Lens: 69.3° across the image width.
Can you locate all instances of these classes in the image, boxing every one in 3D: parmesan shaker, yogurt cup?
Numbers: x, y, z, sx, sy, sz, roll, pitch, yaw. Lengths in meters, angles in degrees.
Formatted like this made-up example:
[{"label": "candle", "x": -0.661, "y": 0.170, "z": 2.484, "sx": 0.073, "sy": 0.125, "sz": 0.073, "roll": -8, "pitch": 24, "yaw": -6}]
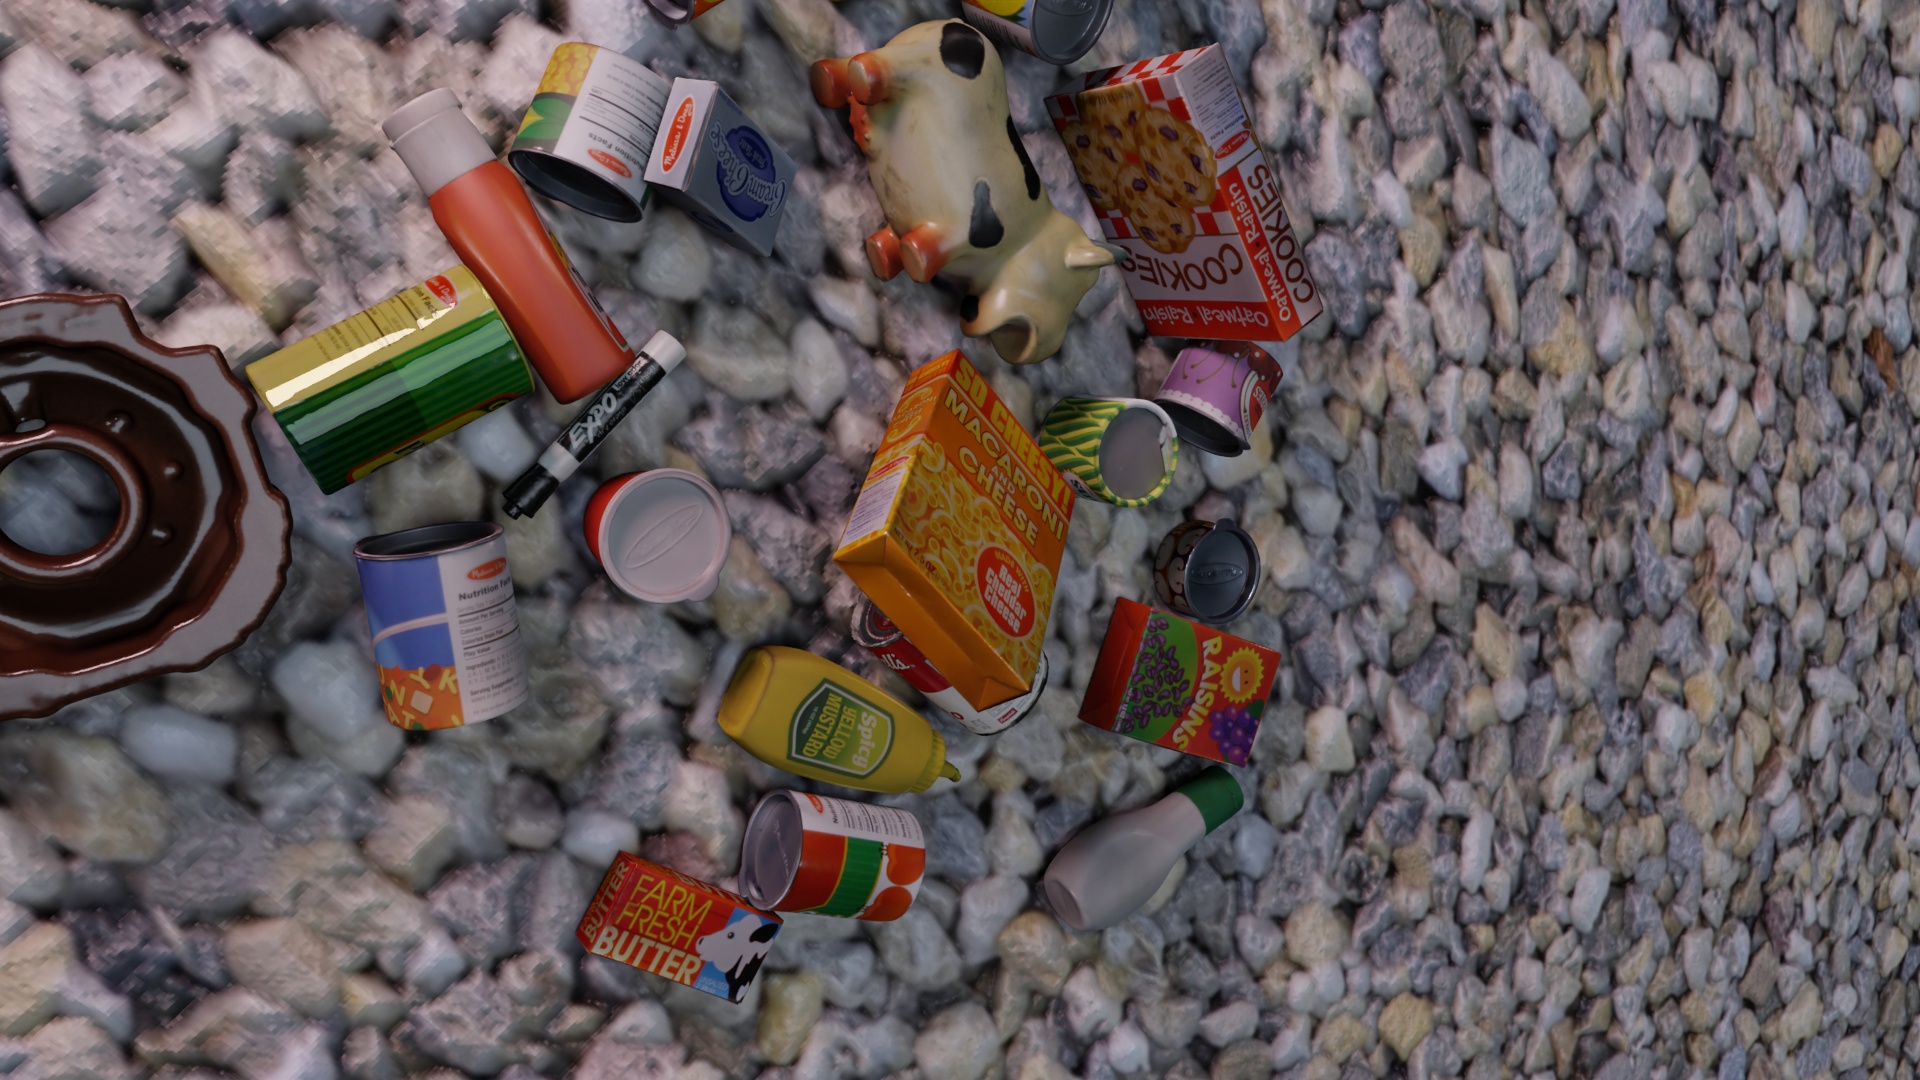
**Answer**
[{"label": "parmesan shaker", "x": -0.256, "y": -0.073, "z": 0.627, "sx": 0.103, "sy": 0.071, "sz": 0.071, "roll": -32, "pitch": 114, "yaw": -20}, {"label": "yogurt cup", "x": -0.157, "y": -0.005, "z": 0.706, "sx": 0.072, "sy": 0.054, "sz": 0.072, "roll": -6, "pitch": 101, "yaw": -31}]

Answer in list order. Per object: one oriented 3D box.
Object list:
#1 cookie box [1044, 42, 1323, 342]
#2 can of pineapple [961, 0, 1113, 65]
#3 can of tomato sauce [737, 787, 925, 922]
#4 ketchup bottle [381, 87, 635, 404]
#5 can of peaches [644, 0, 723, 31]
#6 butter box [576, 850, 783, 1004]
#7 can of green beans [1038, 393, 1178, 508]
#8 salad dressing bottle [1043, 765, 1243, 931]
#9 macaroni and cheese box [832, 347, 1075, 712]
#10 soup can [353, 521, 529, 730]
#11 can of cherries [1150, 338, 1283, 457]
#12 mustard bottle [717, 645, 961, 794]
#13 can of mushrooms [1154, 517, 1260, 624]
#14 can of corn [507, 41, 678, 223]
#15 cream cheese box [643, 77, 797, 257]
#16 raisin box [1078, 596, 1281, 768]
[{"label": "cookie box", "x": 0.131, "y": -0.197, "z": 0.812, "sx": 0.040, "sy": 0.123, "sz": 0.167, "roll": -38, "pitch": 116, "yaw": -20}, {"label": "can of pineapple", "x": 0.043, "y": -0.305, "z": 0.765, "sx": 0.071, "sy": 0.058, "sz": 0.070, "roll": -32, "pitch": 141, "yaw": -30}, {"label": "can of tomato sauce", "x": -0.072, "y": 0.180, "z": 0.783, "sx": 0.083, "sy": 0.071, "sz": 0.071, "roll": 17, "pitch": 89, "yaw": -33}, {"label": "ketchup bottle", "x": -0.211, "y": -0.136, "z": 0.649, "sx": 0.043, "sy": 0.065, "sz": 0.148, "roll": -35, "pitch": 106, "yaw": -11}, {"label": "can of peaches", "x": -0.128, "y": -0.291, "z": 0.671, "sx": 0.058, "sy": 0.071, "sz": 0.071, "roll": -41, "pitch": 117, "yaw": -20}, {"label": "butter box", "x": -0.153, "y": 0.213, "z": 0.763, "sx": 0.103, "sy": 0.024, "sz": 0.053, "roll": 32, "pitch": 81, "yaw": -32}, {"label": "can of green beans", "x": 0.090, "y": -0.055, "z": 0.849, "sx": 0.071, "sy": 0.058, "sz": 0.071, "roll": -6, "pitch": 102, "yaw": -31}, {"label": "salad dressing bottle", "x": 0.125, "y": 0.201, "z": 0.923, "sx": 0.148, "sy": 0.044, "sz": 0.064, "roll": -28, "pitch": 110, "yaw": -26}, {"label": "macaroni and cheese box", "x": 0.003, "y": -0.010, "z": 0.759, "sx": 0.123, "sy": 0.040, "sz": 0.167, "roll": 49, "pitch": 35, "yaw": -25}, {"label": "soup can", "x": -0.245, "y": 0.039, "z": 0.654, "sx": 0.071, "sy": 0.071, "sz": 0.083, "roll": -13, "pitch": 106, "yaw": -30}, {"label": "can of cherries", "x": 0.165, "y": -0.094, "z": 0.881, "sx": 0.071, "sy": 0.071, "sz": 0.058, "roll": 37, "pitch": 78, "yaw": -31}, {"label": "mustard bottle", "x": -0.057, "y": 0.111, "z": 0.790, "sx": 0.160, "sy": 0.049, "sz": 0.065, "roll": 26, "pitch": 86, "yaw": -32}, {"label": "can of mushrooms", "x": 0.164, "y": 0.018, "z": 0.922, "sx": 0.071, "sy": 0.033, "sz": 0.071, "roll": -6, "pitch": 101, "yaw": -30}, {"label": "can of corn", "x": -0.173, "y": -0.192, "z": 0.658, "sx": 0.071, "sy": 0.071, "sz": 0.058, "roll": 26, "pitch": 79, "yaw": -32}, {"label": "cream cheese box", "x": -0.115, "y": -0.182, "z": 0.685, "sx": 0.104, "sy": 0.024, "sz": 0.053, "roll": 24, "pitch": 83, "yaw": -74}, {"label": "raisin box", "x": 0.147, "y": 0.096, "z": 0.921, "sx": 0.123, "sy": 0.040, "sz": 0.086, "roll": 19, "pitch": 87, "yaw": -31}]
